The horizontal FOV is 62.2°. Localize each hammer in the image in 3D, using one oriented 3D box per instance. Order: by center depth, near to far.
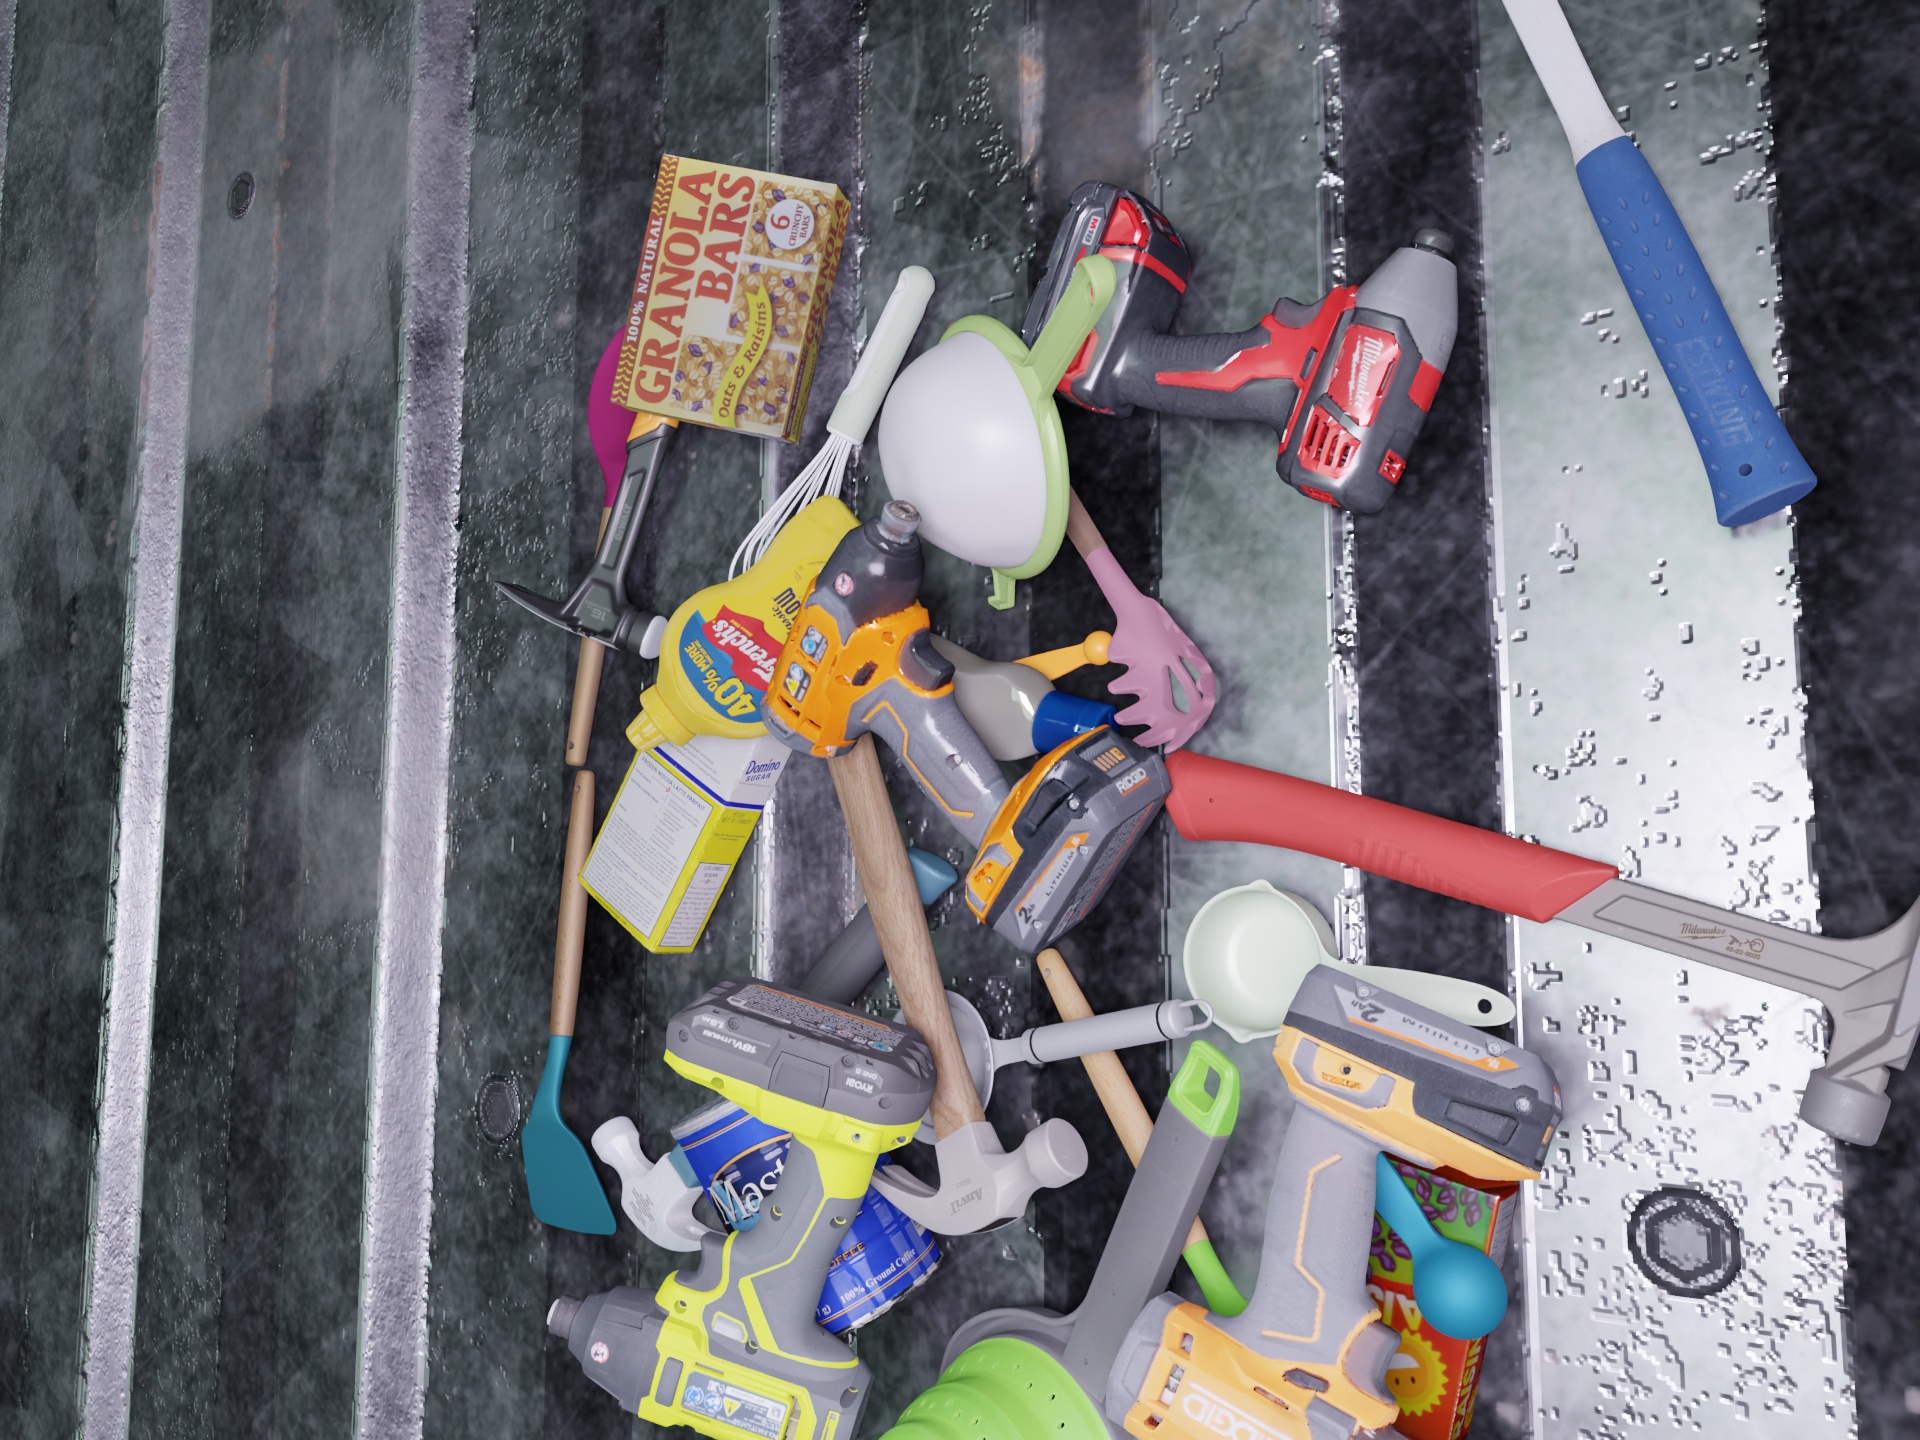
[{"bbox_3d":[0.259,0.063,0.753,0.359,0.036,0.149,17,94,34],"label":"hammer"},{"bbox_3d":[0.308,-0.284,0.759,0.144,0.035,0.406,-27,70,30],"label":"hammer"},{"bbox_3d":[-0.032,0.126,0.896,0.130,0.031,0.332,-39,54,30],"label":"hammer"},{"bbox_3d":[-0.112,0.204,0.993,0.331,0.033,0.128,-52,59,18],"label":"hammer"},{"bbox_3d":[-0.213,-0.219,1.097,0.127,0.034,0.337,21,94,15],"label":"hammer"}]

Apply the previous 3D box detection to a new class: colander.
[{"bbox_3d":[0.037,0.337,0.792,0.205,0.094,0.397,36,113,49],"label":"colander"}]

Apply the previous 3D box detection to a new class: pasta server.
[{"bbox_3d":[0.060,-0.116,0.909,0.060,0.040,0.316,-46,60,34],"label":"pasta server"}]

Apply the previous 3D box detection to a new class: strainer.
[{"bbox_3d":[0.010,-0.163,0.846,0.151,0.069,0.256,68,158,12],"label":"strainer"},{"bbox_3d":[0.038,0.179,0.864,0.258,0.050,0.087,-23,67,44],"label":"strainer"}]

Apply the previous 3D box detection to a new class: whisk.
[{"bbox_3d":[-0.078,-0.174,1.008,0.246,0.059,0.058,-63,29,7],"label":"whisk"}]

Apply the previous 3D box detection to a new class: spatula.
[{"bbox_3d":[-0.269,0.194,1.110,0.082,0.044,0.318,-4,78,35],"label":"spatula"}]

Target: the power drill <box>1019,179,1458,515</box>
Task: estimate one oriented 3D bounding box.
[{"bbox_3d":[0.150,-0.206,0.838,0.220,0.078,0.143,26,100,31],"label":"power drill"}]

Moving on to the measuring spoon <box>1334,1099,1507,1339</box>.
[{"bbox_3d":[0.199,0.227,0.734,0.042,0.021,0.129,-46,63,21],"label":"measuring spoon"}]

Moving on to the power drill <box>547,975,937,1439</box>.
[{"bbox_3d":[-0.111,0.256,0.819,0.171,0.080,0.223,16,94,8],"label":"power drill"}]

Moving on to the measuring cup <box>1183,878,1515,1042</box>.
[{"bbox_3d":[0.194,0.127,0.790,0.168,0.038,0.083,7,89,33],"label":"measuring cup"}]

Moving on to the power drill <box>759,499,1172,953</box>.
[{"bbox_3d":[-0.001,-0.003,0.855,0.227,0.084,0.164,41,129,18],"label":"power drill"}]

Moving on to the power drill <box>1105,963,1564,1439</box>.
[{"bbox_3d":[0.185,0.242,0.683,0.185,0.084,0.226,21,83,30],"label":"power drill"}]

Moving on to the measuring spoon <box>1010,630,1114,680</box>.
[{"bbox_3d":[0.038,-0.028,0.929,0.117,0.011,0.021,-19,74,32],"label":"measuring spoon"}]

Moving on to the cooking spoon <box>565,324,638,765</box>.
[{"bbox_3d":[-0.251,-0.126,1.136,0.069,0.017,0.319,9,89,25],"label":"cooking spoon"}]

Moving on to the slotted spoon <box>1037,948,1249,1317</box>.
[{"bbox_3d":[0.110,0.244,0.812,0.070,0.031,0.314,-51,49,28],"label":"slotted spoon"}]
